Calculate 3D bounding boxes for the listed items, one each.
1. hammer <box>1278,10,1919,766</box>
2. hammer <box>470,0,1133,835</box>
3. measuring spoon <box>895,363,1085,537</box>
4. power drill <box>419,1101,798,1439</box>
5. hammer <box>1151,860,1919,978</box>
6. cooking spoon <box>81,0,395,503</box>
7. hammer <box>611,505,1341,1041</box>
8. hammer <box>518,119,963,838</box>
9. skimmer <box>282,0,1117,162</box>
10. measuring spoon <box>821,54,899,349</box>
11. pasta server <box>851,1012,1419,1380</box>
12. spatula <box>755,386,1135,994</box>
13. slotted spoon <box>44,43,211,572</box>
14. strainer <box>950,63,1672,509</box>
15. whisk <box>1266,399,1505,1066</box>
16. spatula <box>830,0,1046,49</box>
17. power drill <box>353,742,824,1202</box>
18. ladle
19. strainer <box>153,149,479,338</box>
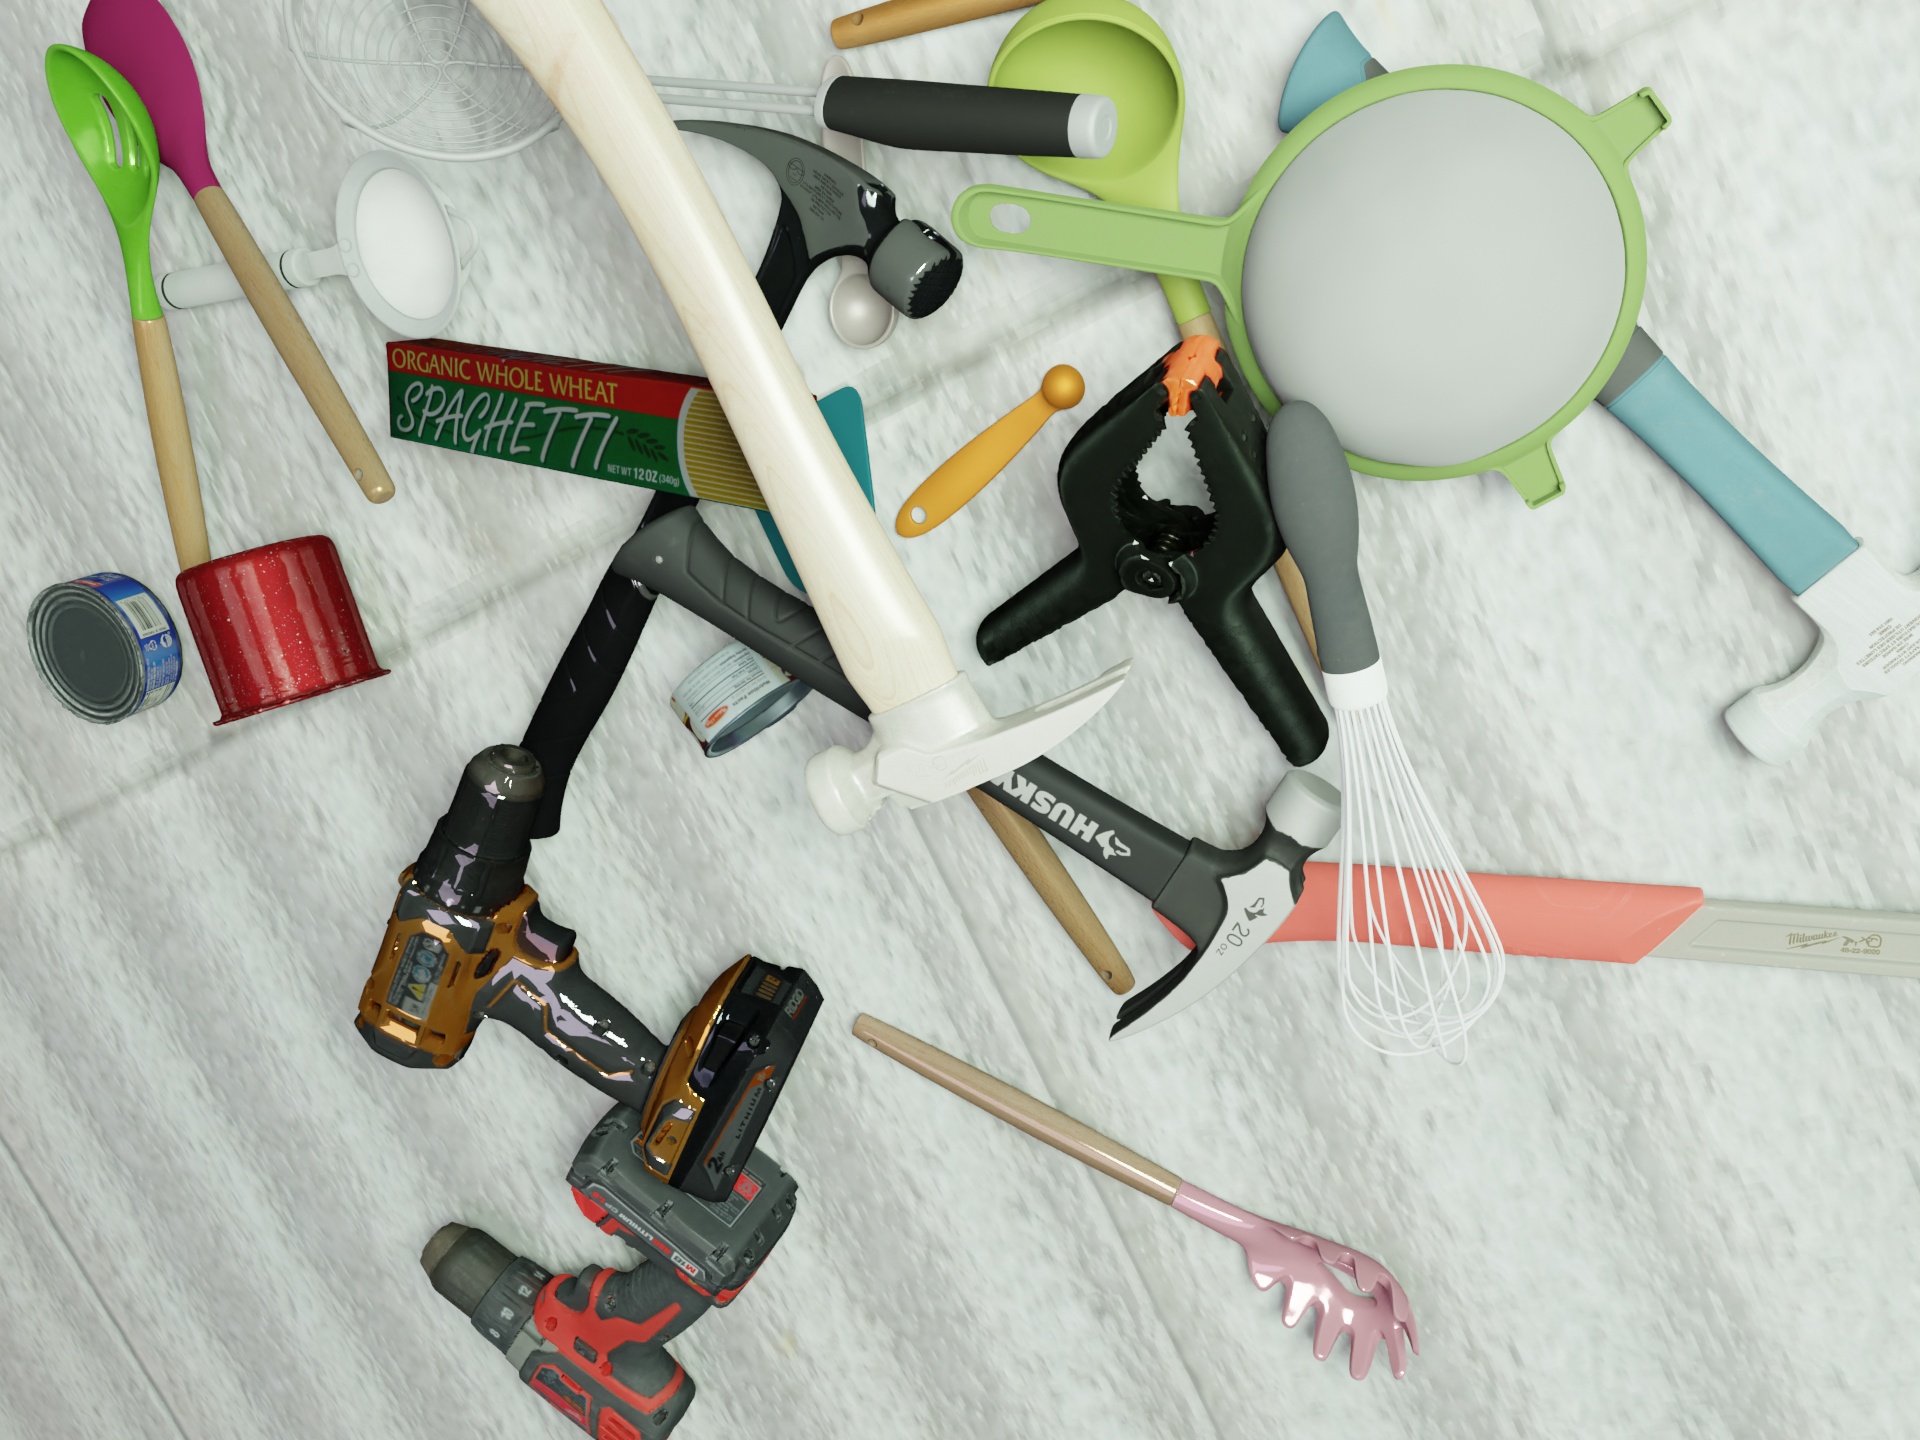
[{"bbox_3d":[0.245,-0.138,0.604,0.331,0.033,0.128,45,119,1],"label":"hammer"},{"bbox_3d":[-0.081,-0.155,0.623,0.146,0.038,0.410,-24,103,19],"label":"hammer"},{"bbox_3d":[0.010,-0.118,0.715,0.117,0.011,0.021,-38,92,29],"label":"measuring spoon"},{"bbox_3d":[-0.212,0.313,0.927,0.188,0.080,0.226,35,120,7],"label":"power drill"},{"bbox_3d":[0.260,0.076,0.674,0.359,0.037,0.149,3,109,20],"label":"hammer"},{"bbox_3d":[-0.357,-0.237,0.779,0.068,0.017,0.319,-39,78,30],"label":"cooking spoon"},{"bbox_3d":[-0.010,0.008,0.705,0.335,0.035,0.146,32,111,5],"label":"hammer"},{"bbox_3d":[-0.151,-0.092,0.769,0.149,0.036,0.408,43,121,16],"label":"hammer"},{"bbox_3d":[-0.113,-0.271,0.635,0.363,0.090,0.127,16,75,27],"label":"skimmer"},{"bbox_3d":[-0.045,-0.227,0.700,0.034,0.018,0.124,1,102,31],"label":"measuring spoon"},{"bbox_3d":[0.081,0.229,0.799,0.316,0.040,0.060,26,127,13],"label":"pasta server"},{"bbox_3d":[-0.001,-0.002,0.756,0.082,0.044,0.317,-26,103,35],"label":"spatula"},{"bbox_3d":[-0.422,-0.187,0.834,0.070,0.031,0.313,22,125,27],"label":"slotted spoon"},{"bbox_3d":[0.115,-0.162,0.575,0.256,0.069,0.151,12,118,10],"label":"strainer"},{"bbox_3d":[0.159,0.014,0.613,0.070,0.070,0.284,-8,113,24],"label":"whisk"},{"bbox_3d":[0.090,-0.303,0.601,0.322,0.041,0.081,-4,83,25],"label":"spatula"},{"bbox_3d":[-0.188,0.129,0.826,0.226,0.084,0.185,26,110,1],"label":"power drill"},{"bbox_3d":[0.101,-0.137,0.650,0.078,0.062,0.320,-17,105,35],"label":"ladle"},{"bbox_3d":[-0.321,-0.228,0.792,0.258,0.050,0.086,0,112,27],"label":"strainer"}]
